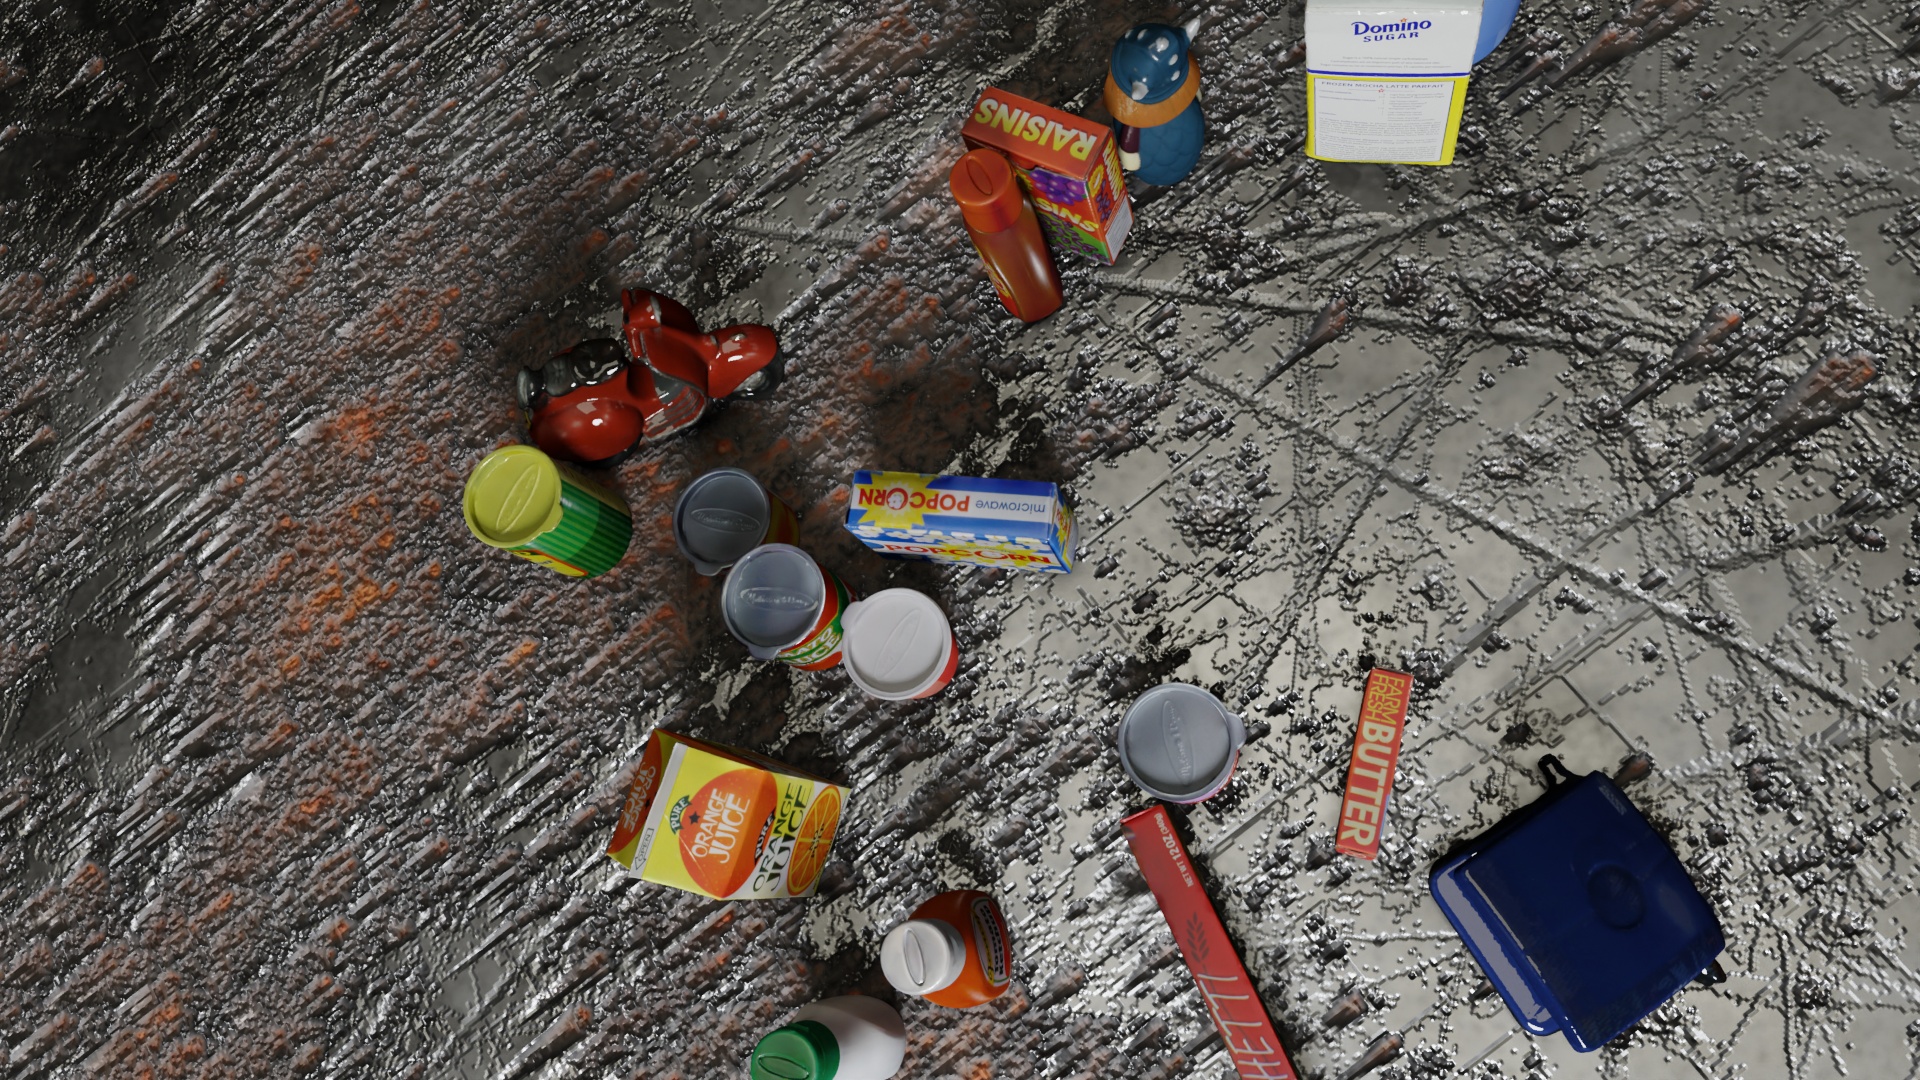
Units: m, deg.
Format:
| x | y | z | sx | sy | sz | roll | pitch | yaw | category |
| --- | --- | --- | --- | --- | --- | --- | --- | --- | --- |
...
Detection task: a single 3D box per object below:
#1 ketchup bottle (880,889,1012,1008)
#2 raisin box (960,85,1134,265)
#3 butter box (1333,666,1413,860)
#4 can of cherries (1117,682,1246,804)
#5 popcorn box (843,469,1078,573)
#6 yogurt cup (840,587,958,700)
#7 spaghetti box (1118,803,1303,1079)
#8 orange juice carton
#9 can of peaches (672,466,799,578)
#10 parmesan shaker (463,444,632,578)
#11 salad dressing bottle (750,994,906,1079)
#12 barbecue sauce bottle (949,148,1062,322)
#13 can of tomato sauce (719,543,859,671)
| x | y | z | sx | sy | sz | roll | pitch | yaw | category |
| --- | --- | --- | --- | --- | --- | --- | --- | --- | --- |
| -0.007 | 0.224 | 0.758 | 0.043 | 0.148 | 0.065 | -17 | 73 | 9 | ketchup bottle |
| 0.057 | -0.226 | 0.872 | 0.086 | 0.123 | 0.040 | 26 | 84 | 18 | raisin box |
| 0.231 | 0.125 | 0.778 | 0.024 | 0.053 | 0.103 | 12 | 79 | 16 | butter box |
| 0.130 | 0.118 | 0.801 | 0.071 | 0.058 | 0.071 | -3 | 76 | 12 | can of cherries |
| 0.003 | -0.011 | 0.849 | 0.127 | 0.085 | 0.038 | 4 | 78 | 14 | popcorn box |
| -0.033 | 0.067 | 0.854 | 0.072 | 0.054 | 0.072 | -3 | 76 | 12 | yogurt cup |
| 0.156 | 0.264 | 0.762 | 0.028 | 0.050 | 0.250 | -27 | 72 | 5 | spaghetti box |
| -0.132 | 0.155 | 0.781 | 0.073 | 0.192 | 0.072 | 17 | 81 | 17 | orange juice carton |
| -0.144 | -0.006 | 0.896 | 0.071 | 0.058 | 0.071 | -3 | 76 | 12 | can of peaches |
| -0.263 | -0.015 | 0.902 | 0.071 | 0.103 | 0.071 | -3 | 76 | 12 | parmesan shaker |
| -0.072 | 0.278 | 0.759 | 0.064 | 0.147 | 0.044 | 12 | 80 | 16 | salad dressing bottle |
| 0.028 | -0.190 | 0.856 | 0.043 | 0.148 | 0.065 | -28 | 72 | 5 | barbecue sauce bottle |
| -0.102 | 0.045 | 0.860 | 0.071 | 0.083 | 0.071 | -3 | 76 | 12 | can of tomato sauce |
